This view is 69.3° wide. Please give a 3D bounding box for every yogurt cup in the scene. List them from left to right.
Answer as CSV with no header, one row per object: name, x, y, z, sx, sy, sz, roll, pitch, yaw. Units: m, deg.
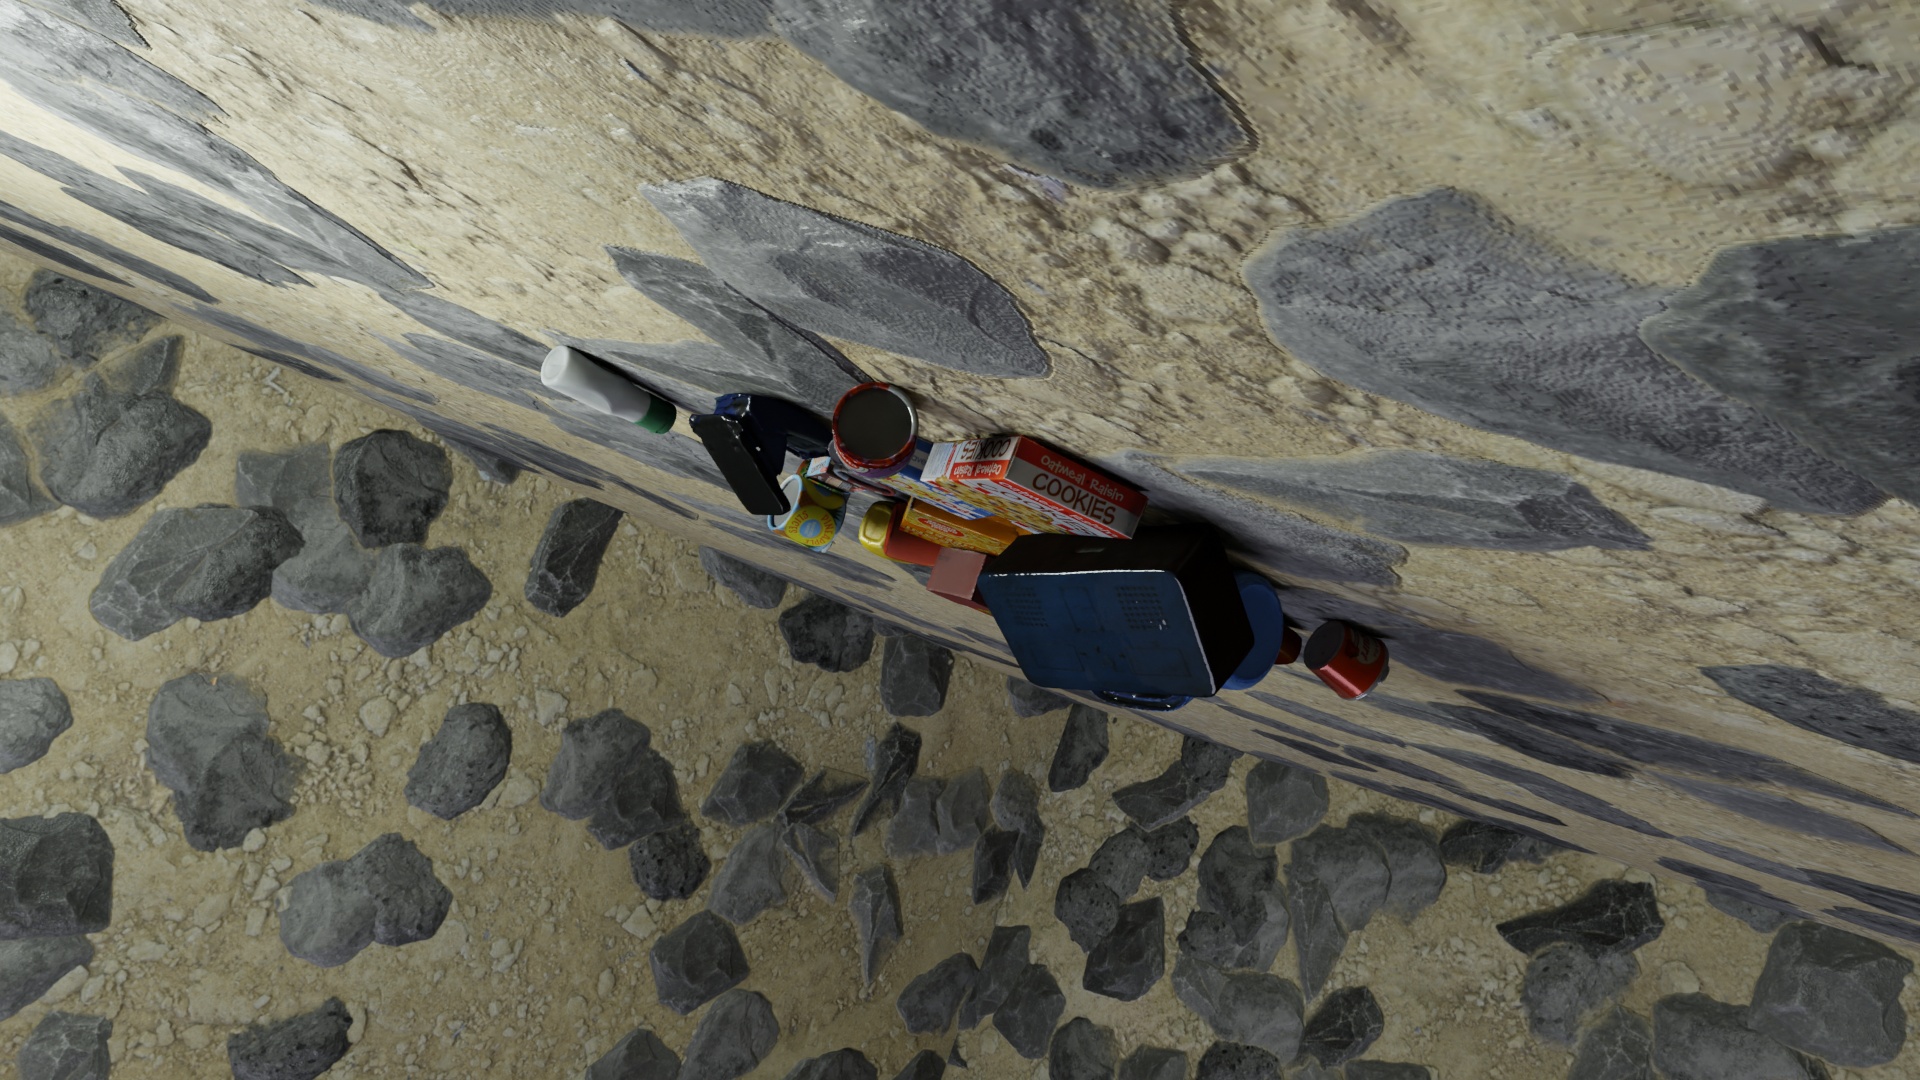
yogurt cup,0.368,0.112,1.335,0.054,0.072,0.072,32,168,-19

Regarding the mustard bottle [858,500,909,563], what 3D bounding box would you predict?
mustard bottle,-0.061,-0.003,1.639,0.049,0.065,0.160,22,179,28

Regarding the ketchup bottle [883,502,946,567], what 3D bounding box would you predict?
ketchup bottle,-0.008,0.003,1.550,0.149,0.064,0.043,13,-174,-10

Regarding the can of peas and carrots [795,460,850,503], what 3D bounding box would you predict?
can of peas and carrots,-0.156,-0.051,1.532,0.059,0.071,0.071,21,172,1

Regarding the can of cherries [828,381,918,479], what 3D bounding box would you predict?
can of cherries,-0.068,-0.083,1.070,0.071,0.071,0.058,21,172,-1

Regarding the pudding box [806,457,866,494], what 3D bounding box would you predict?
pudding box,-0.124,-0.071,1.435,0.049,0.030,0.083,23,172,-19

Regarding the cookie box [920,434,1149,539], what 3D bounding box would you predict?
cookie box,0.057,-0.044,1.136,0.123,0.040,0.167,24,172,-23

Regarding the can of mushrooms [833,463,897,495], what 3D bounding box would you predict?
can of mushrooms,-0.085,-0.069,1.342,0.071,0.033,0.071,20,171,3

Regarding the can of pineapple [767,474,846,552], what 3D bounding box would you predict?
can of pineapple,-0.161,-0.028,1.458,0.058,0.071,0.071,26,170,-30

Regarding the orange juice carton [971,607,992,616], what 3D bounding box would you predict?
orange juice carton,0.061,0.059,1.699,0.072,0.073,0.192,22,172,-13

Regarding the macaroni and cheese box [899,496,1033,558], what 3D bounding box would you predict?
macaroni and cheese box,0.005,-0.018,1.438,0.124,0.040,0.166,20,172,-4

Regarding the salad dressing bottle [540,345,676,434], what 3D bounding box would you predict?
salad dressing bottle,-0.360,-0.152,1.436,0.064,0.044,0.147,10,169,41

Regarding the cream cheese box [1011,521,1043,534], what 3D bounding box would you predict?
cream cheese box,0.093,-0.018,1.280,0.053,0.024,0.103,25,171,-20

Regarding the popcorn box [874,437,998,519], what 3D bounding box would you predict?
popcorn box,-0.029,-0.060,1.246,0.127,0.038,0.085,23,170,-15

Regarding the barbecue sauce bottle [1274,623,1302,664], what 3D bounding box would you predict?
barbecue sauce bottle,0.297,0.088,1.413,0.065,0.044,0.148,15,170,34
